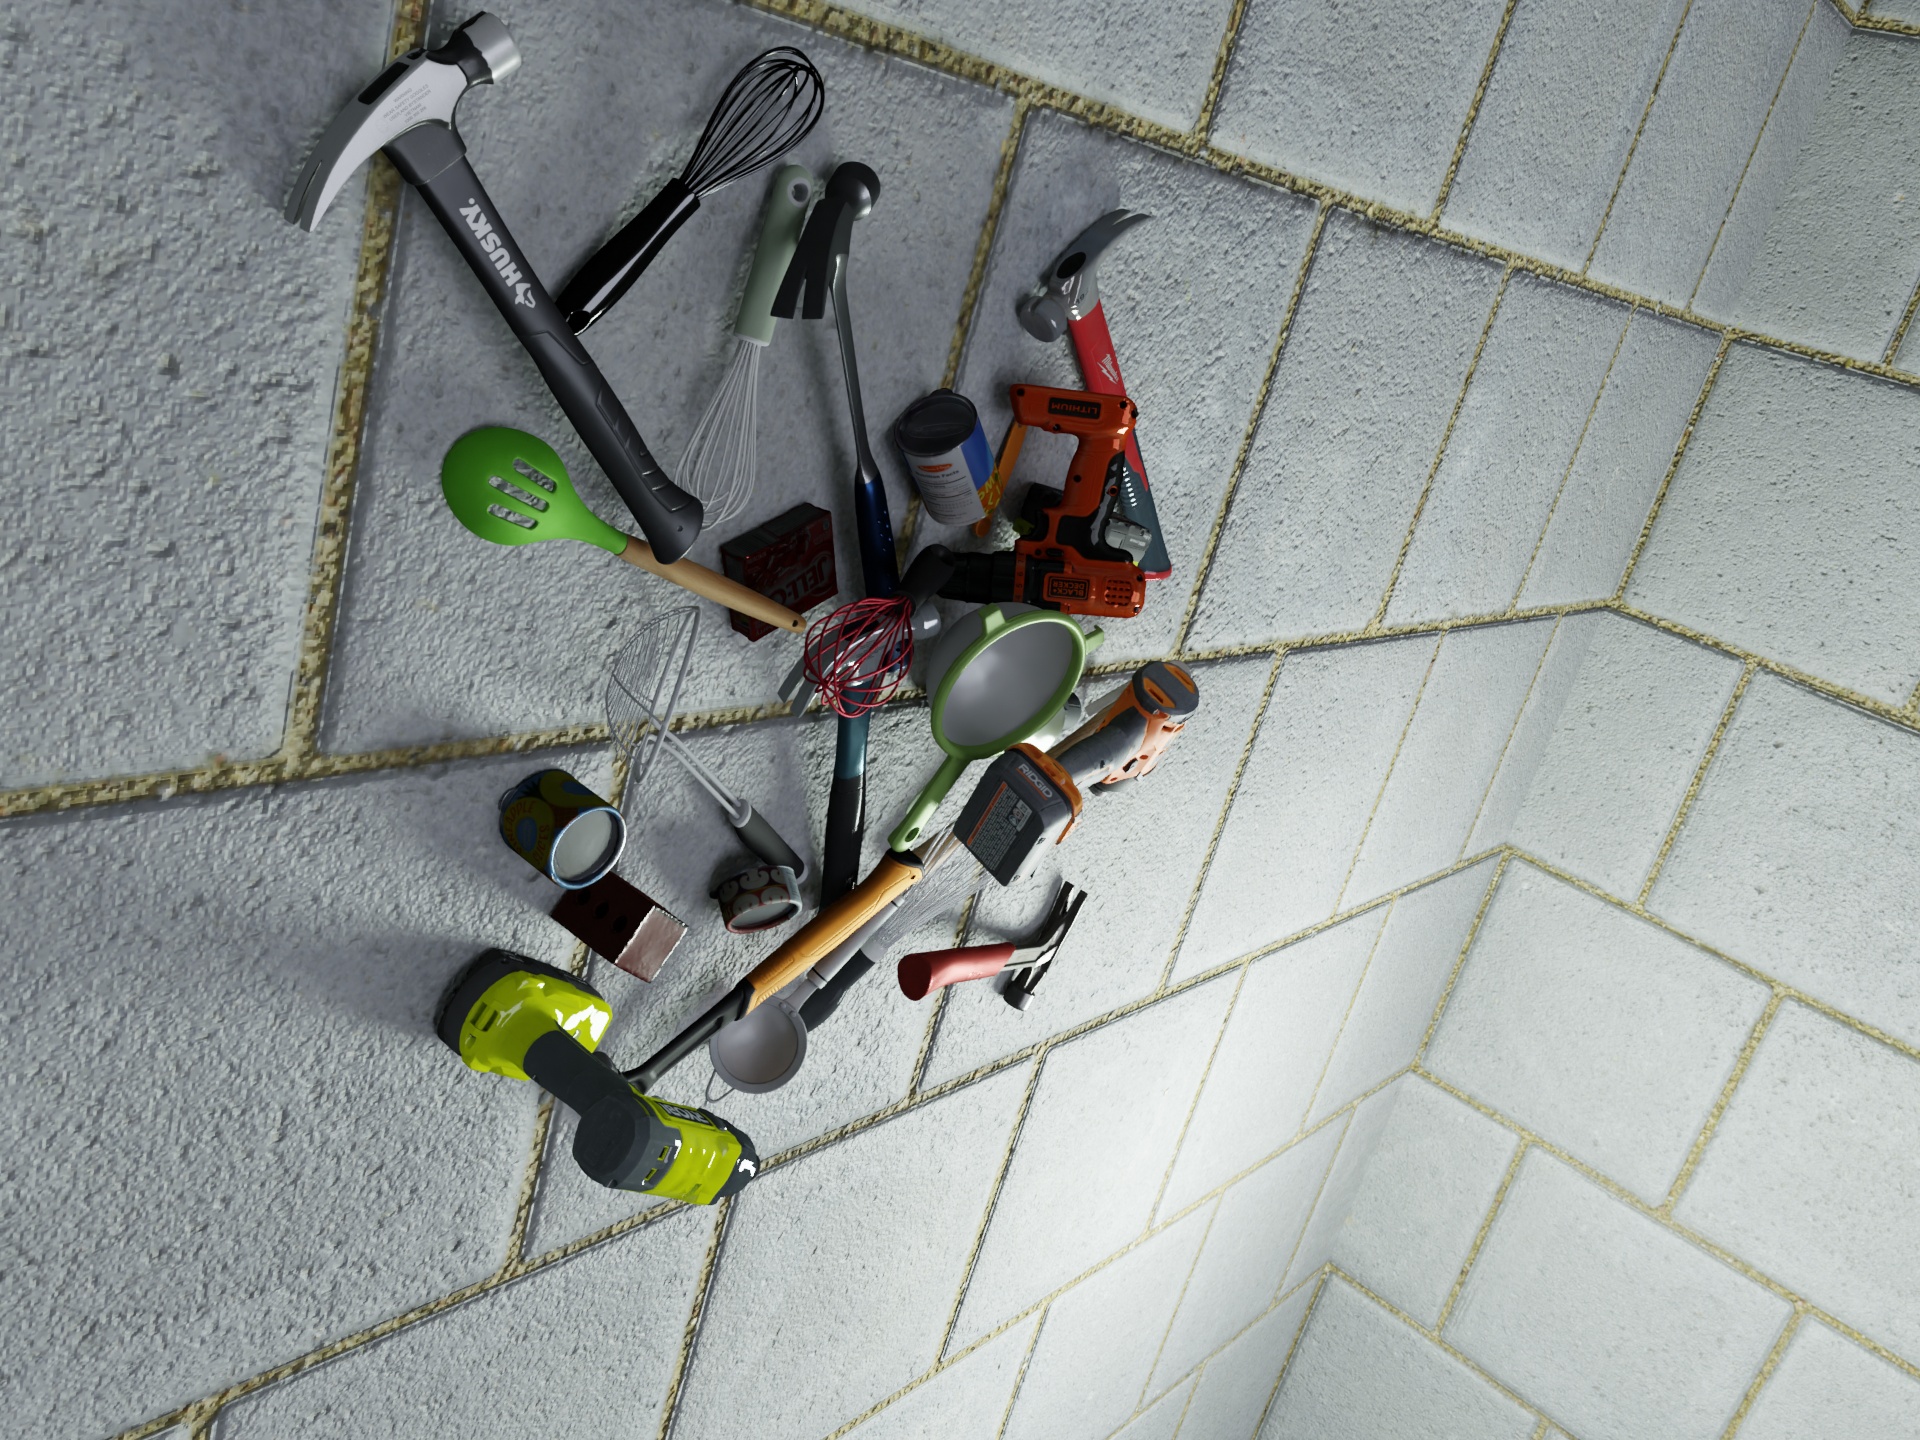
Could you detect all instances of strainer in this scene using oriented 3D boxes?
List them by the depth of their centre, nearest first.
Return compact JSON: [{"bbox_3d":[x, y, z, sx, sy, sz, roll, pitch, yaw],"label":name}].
[{"bbox_3d":[-0.002,-0.004,1.322,0.151,0.069,0.256,7,125,-48],"label":"strainer"},{"bbox_3d":[-0.131,0.232,1.395,0.258,0.087,0.050,-46,-170,-5],"label":"strainer"}]

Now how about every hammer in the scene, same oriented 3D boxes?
[{"bbox_3d":[-0.240,-0.214,0.914,0.146,0.035,0.334,-44,137,-15],"label":"hammer"},{"bbox_3d":[-0.073,-0.186,1.164,0.405,0.035,0.144,84,19,-47],"label":"hammer"},{"bbox_3d":[-0.091,0.051,1.313,0.128,0.033,0.330,-19,137,-28],"label":"hammer"},{"bbox_3d":[-0.163,0.224,1.339,0.337,0.034,0.127,-38,141,-17],"label":"hammer"},{"bbox_3d":[0.151,-0.269,1.431,0.143,0.038,0.385,-50,145,-18],"label":"hammer"},{"bbox_3d":[0.074,0.050,1.528,0.331,0.031,0.130,-36,-176,-19],"label":"hammer"},{"bbox_3d":[0.031,0.232,1.591,0.149,0.037,0.359,-63,158,5],"label":"hammer"}]

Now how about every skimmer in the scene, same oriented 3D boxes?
[{"bbox_3d":[-0.165,0.044,1.194,0.362,0.090,0.127,59,36,-56],"label":"skimmer"}]

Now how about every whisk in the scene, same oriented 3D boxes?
[{"bbox_3d":[-0.167,-0.318,0.968,0.239,0.055,0.055,-50,145,-9],"label":"whisk"},{"bbox_3d":[-0.141,-0.245,1.054,0.057,0.059,0.246,11,101,-38],"label":"whisk"},{"bbox_3d":[-0.048,-0.078,1.149,0.296,0.073,0.073,-58,161,-63],"label":"whisk"},{"bbox_3d":[-0.057,0.182,1.437,0.284,0.070,0.070,-46,147,7],"label":"whisk"}]

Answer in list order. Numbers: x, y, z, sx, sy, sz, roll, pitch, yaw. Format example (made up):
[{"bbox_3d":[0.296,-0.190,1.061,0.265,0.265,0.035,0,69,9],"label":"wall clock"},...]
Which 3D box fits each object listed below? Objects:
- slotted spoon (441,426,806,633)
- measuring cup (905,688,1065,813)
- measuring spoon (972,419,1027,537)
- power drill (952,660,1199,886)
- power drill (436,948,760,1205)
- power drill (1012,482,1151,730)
[{"bbox_3d":[-0.205,-0.110,1.053,0.313,0.031,0.070,24,94,-52],"label":"slotted spoon"},{"bbox_3d":[0.024,0.034,1.383,0.167,0.038,0.083,-42,149,-8],"label":"measuring cup"},{"bbox_3d":[0.033,-0.211,1.345,0.021,0.011,0.117,10,102,-56],"label":"measuring spoon"},{"bbox_3d":[0.100,0.051,1.384,0.226,0.084,0.164,-32,161,-38],"label":"power drill"},{"bbox_3d":[-0.249,0.258,1.119,0.080,0.223,0.171,-58,147,-4],"label":"power drill"},{"bbox_3d":[0.082,-0.087,1.441,0.190,0.080,0.228,5,113,-53],"label":"power drill"}]
